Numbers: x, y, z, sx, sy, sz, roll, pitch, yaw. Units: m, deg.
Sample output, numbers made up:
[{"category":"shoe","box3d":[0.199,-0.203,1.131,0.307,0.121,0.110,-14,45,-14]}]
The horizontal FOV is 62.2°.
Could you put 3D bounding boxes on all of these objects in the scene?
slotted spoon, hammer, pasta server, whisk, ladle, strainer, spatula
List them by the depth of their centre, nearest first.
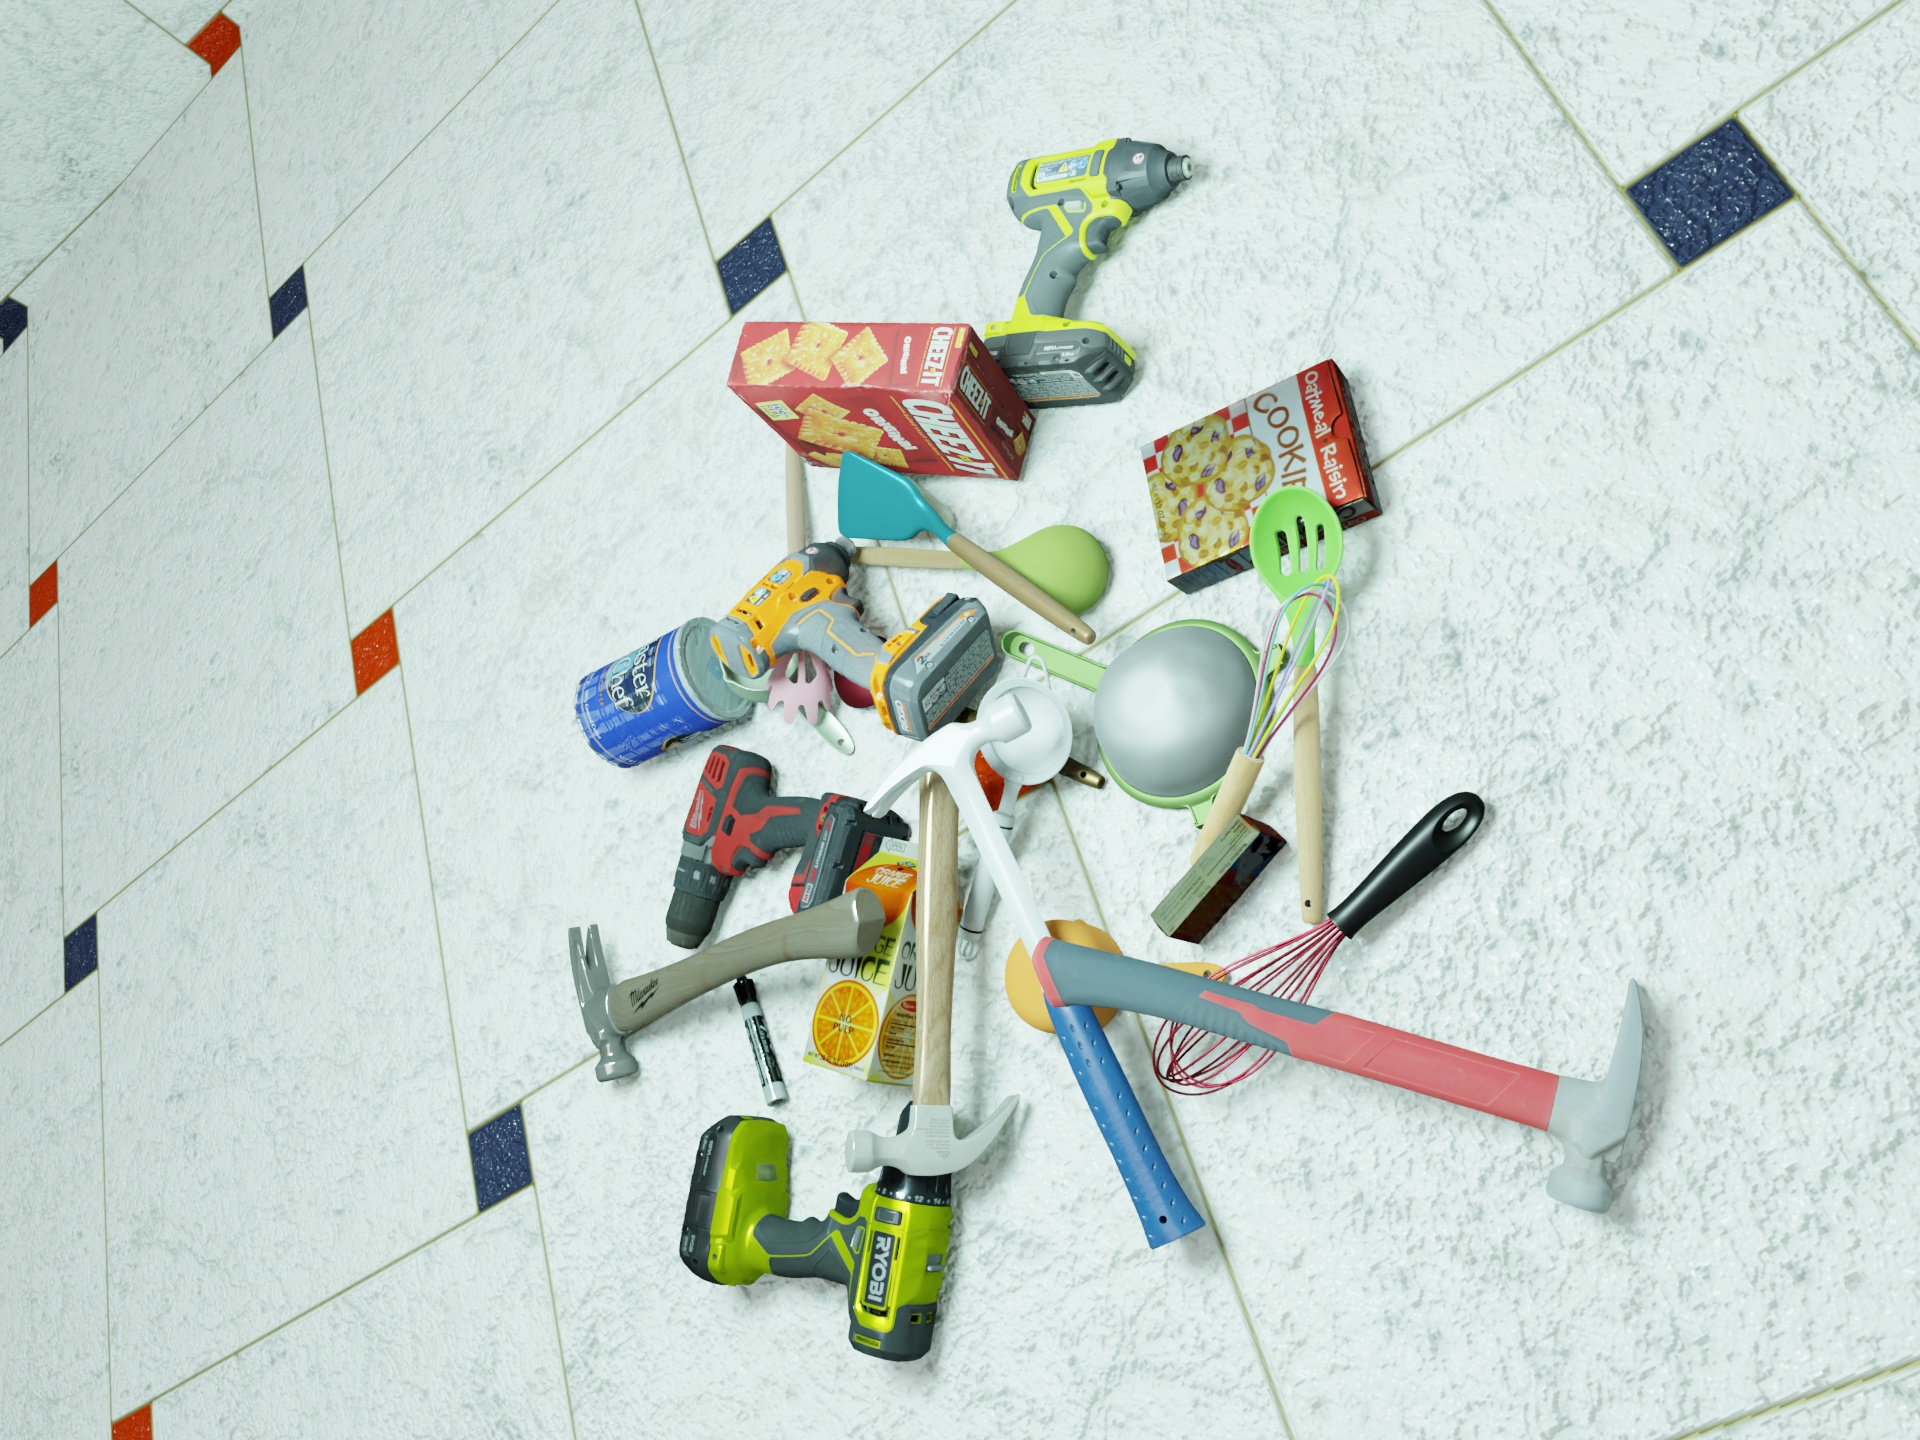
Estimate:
[{"category":"hammer","box3d":[0.233,0.189,1.034,0.386,0.038,0.143,13,83,21]},{"category":"whisk","box3d":[0.245,0.154,1.091,0.296,0.073,0.073,-45,54,10]},{"category":"whisk","box3d":[0.214,0.007,1.125,0.047,0.051,0.244,41,123,38]},{"category":"slotted spoon","box3d":[0.246,-0.012,1.141,0.070,0.031,0.314,-5,82,31]},{"category":"hammer","box3d":[0.062,0.186,1.159,0.144,0.035,0.406,-29,71,11]},{"category":"hammer","box3d":[-0.017,0.181,1.232,0.031,0.130,0.331,140,134,-69]},{"category":"strainer","box3d":[0.116,-0.030,1.237,0.257,0.069,0.151,25,91,37]},{"category":"strainer","box3d":[0.036,0.071,1.269,0.087,0.050,0.258,22,102,28]},{"category":"spatula","box3d":[0.000,-0.133,1.310,0.318,0.044,0.082,39,134,42]},{"category":"ladle","box3d":[-0.002,-0.004,1.347,0.316,0.031,0.069,25,91,37]},{"category":"hammer","box3d":[-0.210,0.200,1.356,0.410,0.038,0.146,-26,75,42]},{"category":"ladle","box3d":[-0.006,-0.137,1.388,0.320,0.062,0.078,9,83,45]},{"category":"whisk","box3d":[-0.085,-0.241,1.474,0.247,0.059,0.057,43,139,33]},{"category":"pasta server","box3d":[-0.153,-0.140,1.484,0.040,0.060,0.317,105,162,-57]}]

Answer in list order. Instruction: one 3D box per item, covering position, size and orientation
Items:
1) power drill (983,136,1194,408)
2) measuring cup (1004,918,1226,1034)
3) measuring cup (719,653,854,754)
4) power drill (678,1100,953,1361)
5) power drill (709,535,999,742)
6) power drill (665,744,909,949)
[{"category":"power drill","box3d":[0.104,-0.387,1.357,0.171,0.080,0.223,4,75,38]},{"category":"measuring cup","box3d":[0.110,0.189,1.183,0.173,0.052,0.095,-9,70,36]},{"category":"measuring cup","box3d":[-0.153,-0.022,1.457,0.083,0.038,0.168,-38,71,-19]},{"category":"power drill","box3d":[-0.106,0.385,1.269,0.228,0.080,0.191,2,77,34]},{"category":"power drill","box3d":[-0.082,-0.082,1.359,0.227,0.084,0.164,22,55,30]},{"category":"power drill","box3d":[-0.168,0.130,1.397,0.227,0.080,0.188,14,84,41]}]
